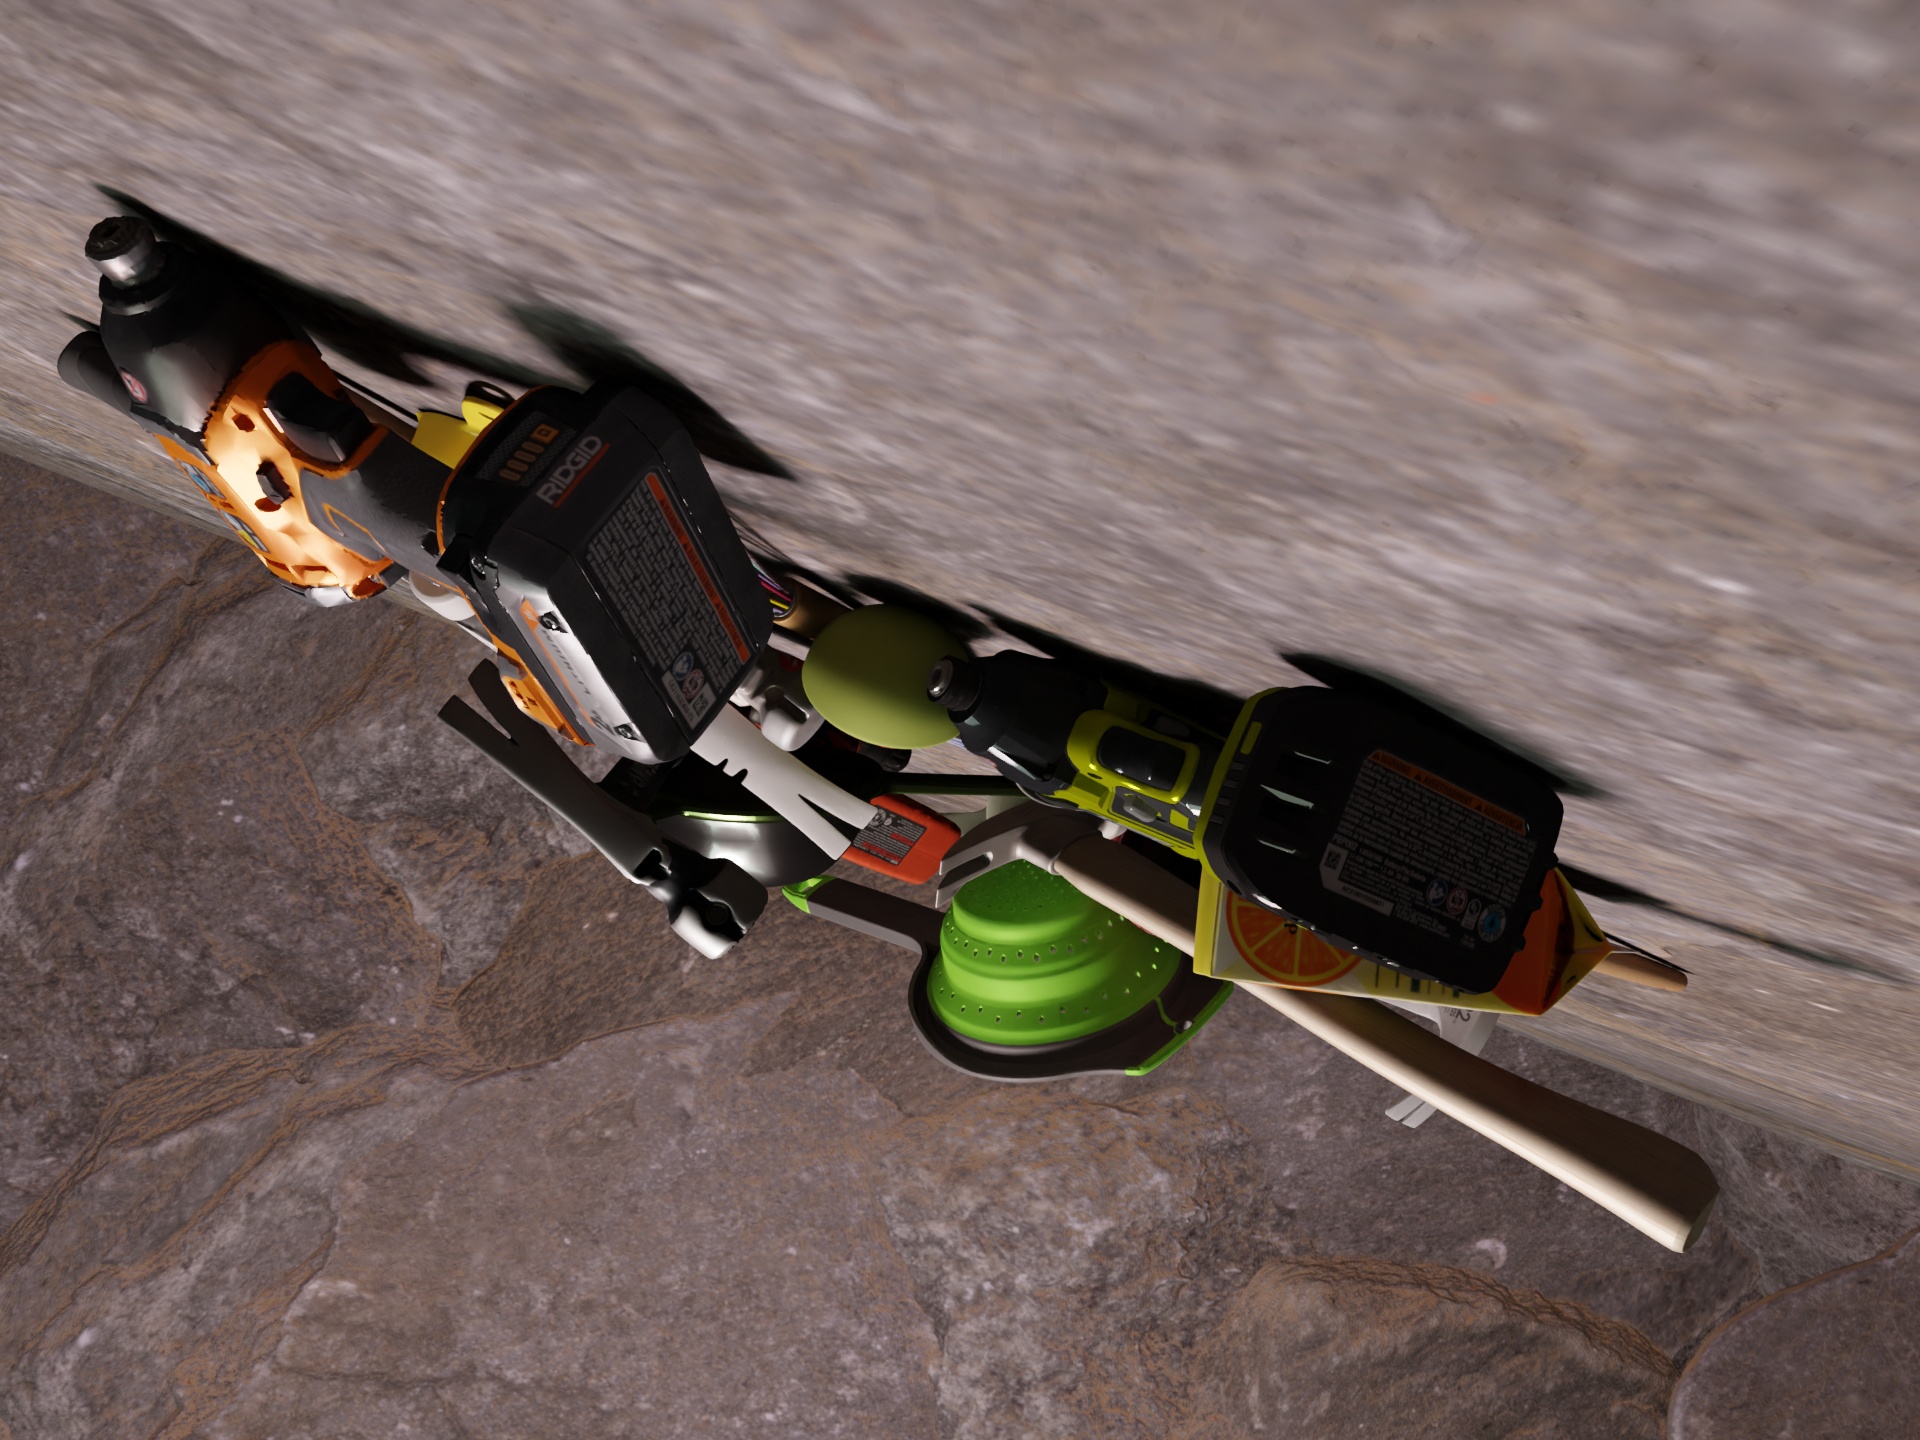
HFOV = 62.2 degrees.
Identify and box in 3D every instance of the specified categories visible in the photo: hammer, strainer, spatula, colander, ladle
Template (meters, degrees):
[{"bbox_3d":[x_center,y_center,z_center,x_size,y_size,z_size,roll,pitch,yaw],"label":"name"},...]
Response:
[{"bbox_3d":[-0.325,-0.112,0.786,0.335,0.035,0.146,30,171,20],"label":"hammer"},{"bbox_3d":[-0.068,0.062,0.961,0.256,0.069,0.151,1,-167,-5],"label":"strainer"},{"bbox_3d":[-0.096,-0.027,0.914,0.143,0.038,0.386,37,-178,10],"label":"hammer"},{"bbox_3d":[0.297,0.101,0.882,0.317,0.044,0.082,19,174,-25],"label":"spatula"},{"bbox_3d":[-0.160,0.014,0.811,0.149,0.036,0.409,41,-179,-9],"label":"hammer"},{"bbox_3d":[-0.134,-0.013,0.936,0.127,0.034,0.337,39,-178,-18],"label":"hammer"},{"bbox_3d":[0.188,0.153,1.102,0.035,0.144,0.406,32,168,-38],"label":"hammer"},{"bbox_3d":[-0.001,0.129,1.119,0.397,0.204,0.094,12,125,44],"label":"colander"},{"bbox_3d":[0.170,0.142,0.807,0.146,0.038,0.411,-21,-143,-40],"label":"hammer"},{"bbox_3d":[-0.001,-0.003,0.817,0.078,0.062,0.320,31,180,15],"label":"ladle"}]

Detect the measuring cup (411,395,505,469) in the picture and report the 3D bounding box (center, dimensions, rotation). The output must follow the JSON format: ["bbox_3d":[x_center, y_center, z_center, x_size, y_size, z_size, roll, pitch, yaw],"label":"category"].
[{"bbox_3d":[-0.198,-0.108,0.649,0.062,0.029,0.156,23,176,-17],"label":"measuring cup"}]

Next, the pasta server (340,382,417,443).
[{"bbox_3d":[-0.246,-0.114,0.732,0.040,0.060,0.316,-28,148,21],"label":"pasta server"}]

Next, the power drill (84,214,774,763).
[{"bbox_3d":[-0.187,-0.083,0.533,0.227,0.084,0.164,22,154,26],"label":"power drill"}]

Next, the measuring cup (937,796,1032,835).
[{"bbox_3d":[0.011,0.072,1.166,0.167,0.083,0.038,-6,167,5],"label":"measuring cup"}]

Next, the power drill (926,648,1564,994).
[{"bbox_3d":[0.097,0.025,0.612,0.171,0.080,0.223,23,177,-29],"label":"power drill"}]

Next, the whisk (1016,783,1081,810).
[{"bbox_3d":[0.111,0.039,0.861,0.238,0.055,0.055,20,176,-40],"label":"whisk"}]

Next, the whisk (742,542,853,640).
[{"bbox_3d":[-0.090,-0.056,0.698,0.047,0.051,0.244,11,173,31],"label":"whisk"}]
